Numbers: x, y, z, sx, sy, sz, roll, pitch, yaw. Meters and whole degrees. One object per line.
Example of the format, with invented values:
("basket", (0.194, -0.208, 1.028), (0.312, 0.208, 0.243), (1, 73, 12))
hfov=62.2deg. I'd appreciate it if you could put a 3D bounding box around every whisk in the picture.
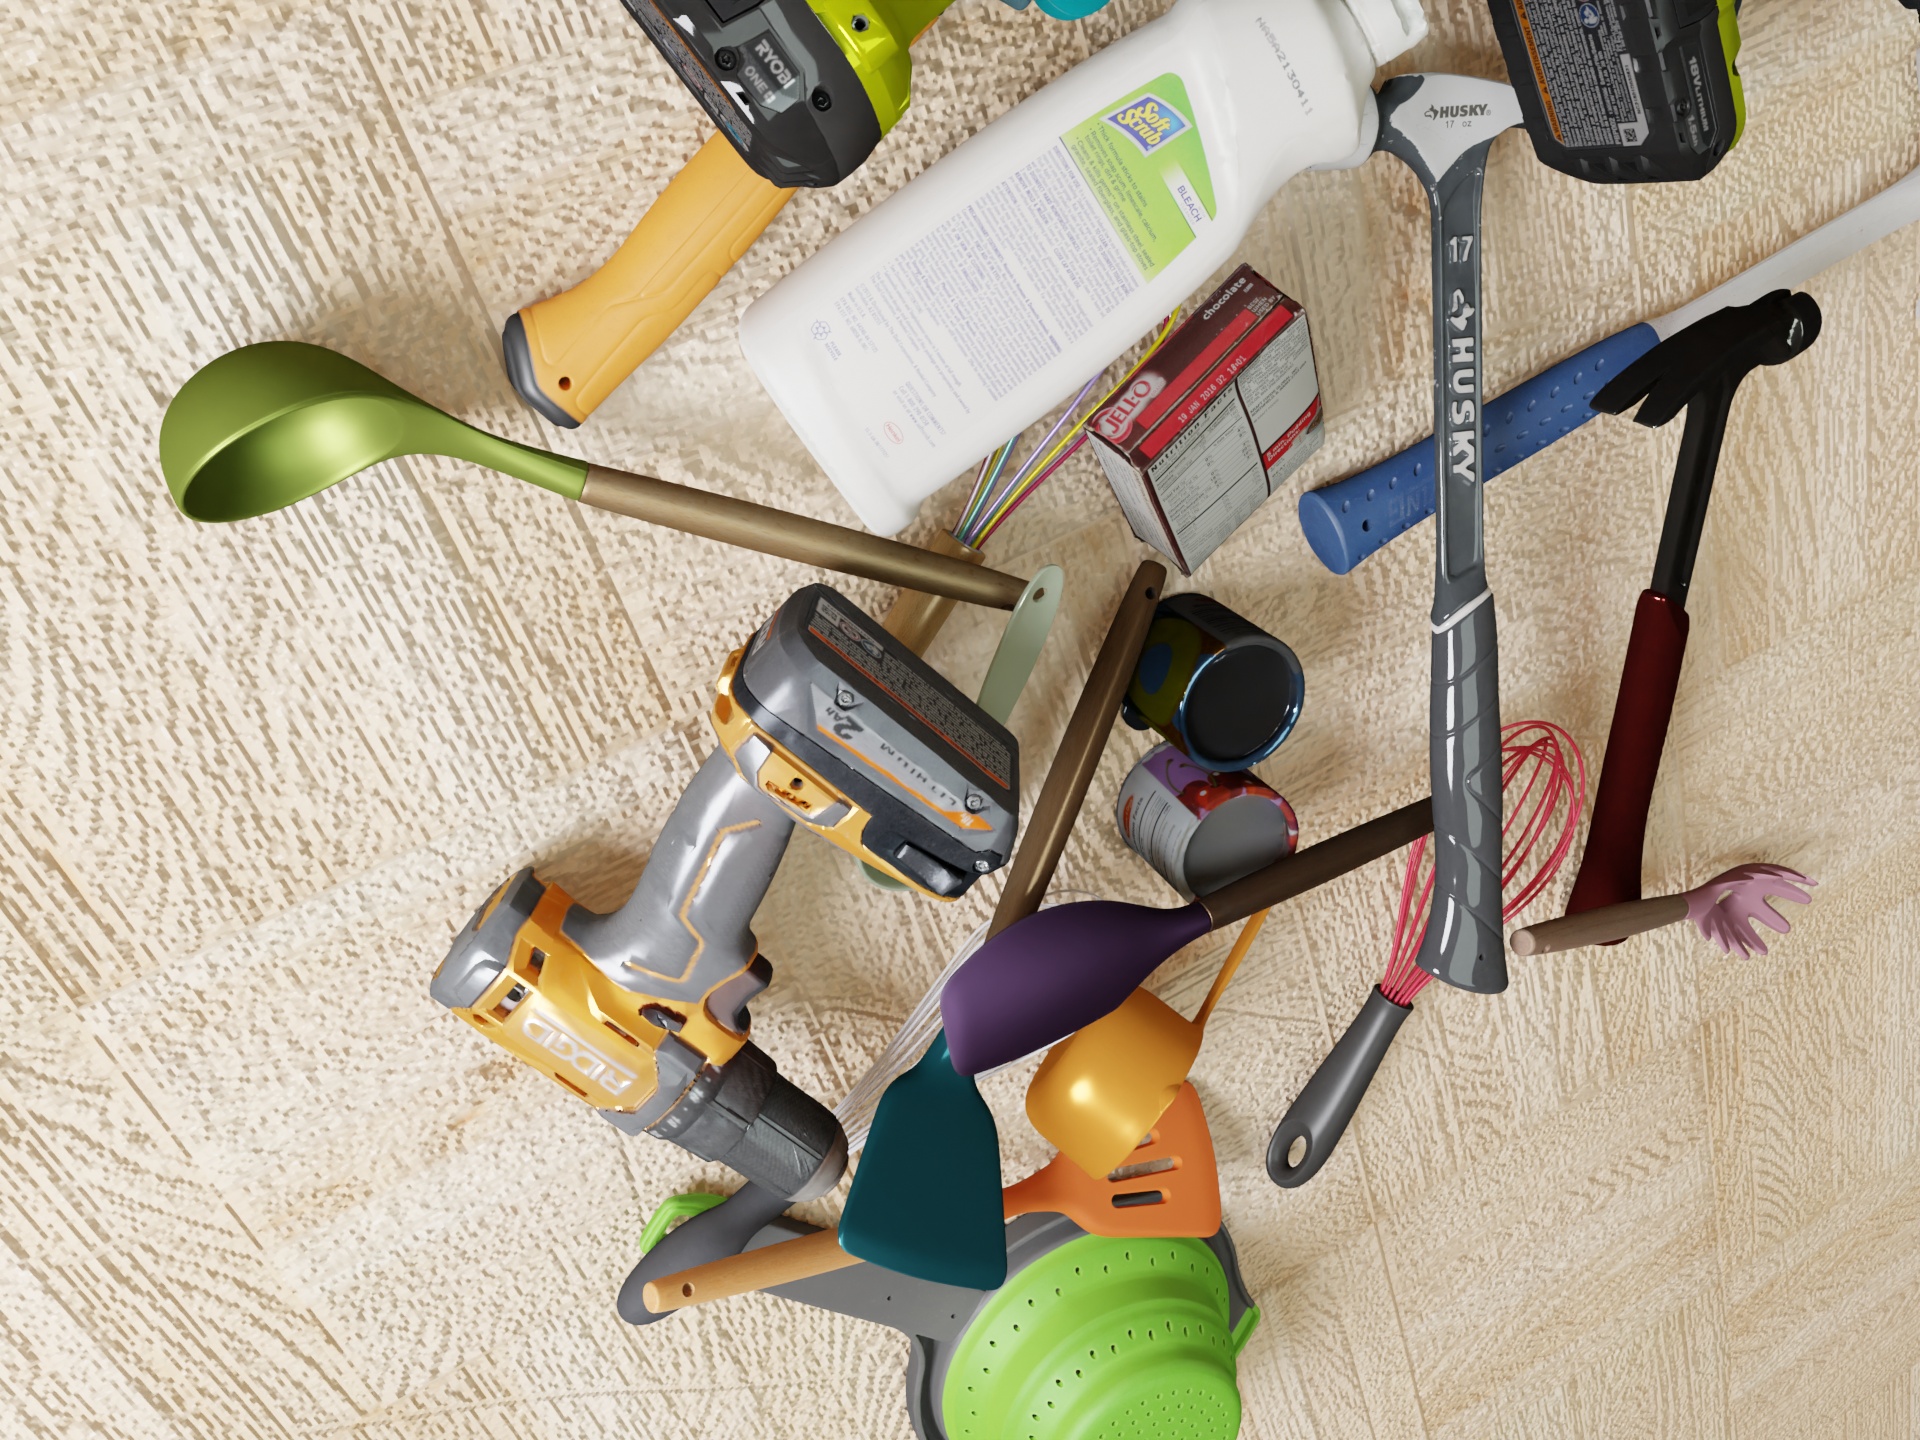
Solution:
("whisk", (-0.041, 0.175, 0.721), (0.284, 0.070, 0.070), (-38, 122, -8))
("whisk", (0.239, 0.130, 0.841), (0.073, 0.073, 0.295), (16, 110, -29))
("whisk", (0.015, -0.089, 0.644), (0.047, 0.051, 0.245), (36, 103, 10))

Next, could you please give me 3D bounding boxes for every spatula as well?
("spatula", (0.127, 0.077, 0.710), (0.316, 0.018, 0.059), (-18, 108, -27))
("spatula", (0.000, 0.233, 0.746), (0.322, 0.041, 0.081), (0, 75, -41))
("spatula", (0.033, 0.078, 0.681), (0.082, 0.044, 0.317), (24, 85, -24))

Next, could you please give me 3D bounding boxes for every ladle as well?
("ladle", (-0.112, -0.069, 0.574), (0.320, 0.078, 0.062), (12, 67, -24))

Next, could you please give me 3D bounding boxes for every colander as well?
("colander", (0.020, 0.323, 0.802), (0.396, 0.095, 0.204), (29, 98, -32))

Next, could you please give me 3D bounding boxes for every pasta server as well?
("pasta server", (0.381, 0.108, 0.856), (0.316, 0.040, 0.060), (0, 123, -45))

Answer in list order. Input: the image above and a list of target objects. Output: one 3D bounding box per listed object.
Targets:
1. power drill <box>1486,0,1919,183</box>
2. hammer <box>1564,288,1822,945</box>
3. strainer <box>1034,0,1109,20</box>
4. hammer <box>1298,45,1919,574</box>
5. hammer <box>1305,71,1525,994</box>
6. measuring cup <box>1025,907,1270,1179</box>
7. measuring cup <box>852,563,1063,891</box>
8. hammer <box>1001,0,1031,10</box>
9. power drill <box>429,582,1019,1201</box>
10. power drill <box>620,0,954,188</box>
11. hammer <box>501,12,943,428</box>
("power drill", (0.322, -0.315, 0.627), (0.223, 0.080, 0.171), (-36, 118, -12))
("hammer", (0.338, -0.023, 0.787), (0.149, 0.037, 0.358), (-30, 133, -30))
("strainer", (0.137, -0.362, 0.548), (0.340, 0.095, 0.210), (-46, 110, 0))
("hammer", (0.340, -0.178, 0.761), (0.405, 0.035, 0.144), (-30, 121, -10))
("hammer", (0.225, -0.071, 0.705), (0.149, 0.036, 0.408), (-9, 104, -15))
("measuring cup", (0.094, 0.136, 0.774), (0.052, 0.095, 0.174), (35, 73, 3))
("measuring cup", (-0.001, -0.002, 0.661), (0.083, 0.038, 0.167), (0, 127, -37))
("hammer", (-0.128, -0.282, 0.482), (0.331, 0.033, 0.128), (8, 110, -18))
("power drill", (-0.071, 0.082, 0.620), (0.185, 0.084, 0.226), (39, 110, -14))
("power drill", (-0.010, -0.285, 0.451), (0.228, 0.080, 0.190), (-39, 104, 0))
("hammer", (-0.035, -0.232, 0.569), (0.337, 0.034, 0.127), (-47, 121, 1))
